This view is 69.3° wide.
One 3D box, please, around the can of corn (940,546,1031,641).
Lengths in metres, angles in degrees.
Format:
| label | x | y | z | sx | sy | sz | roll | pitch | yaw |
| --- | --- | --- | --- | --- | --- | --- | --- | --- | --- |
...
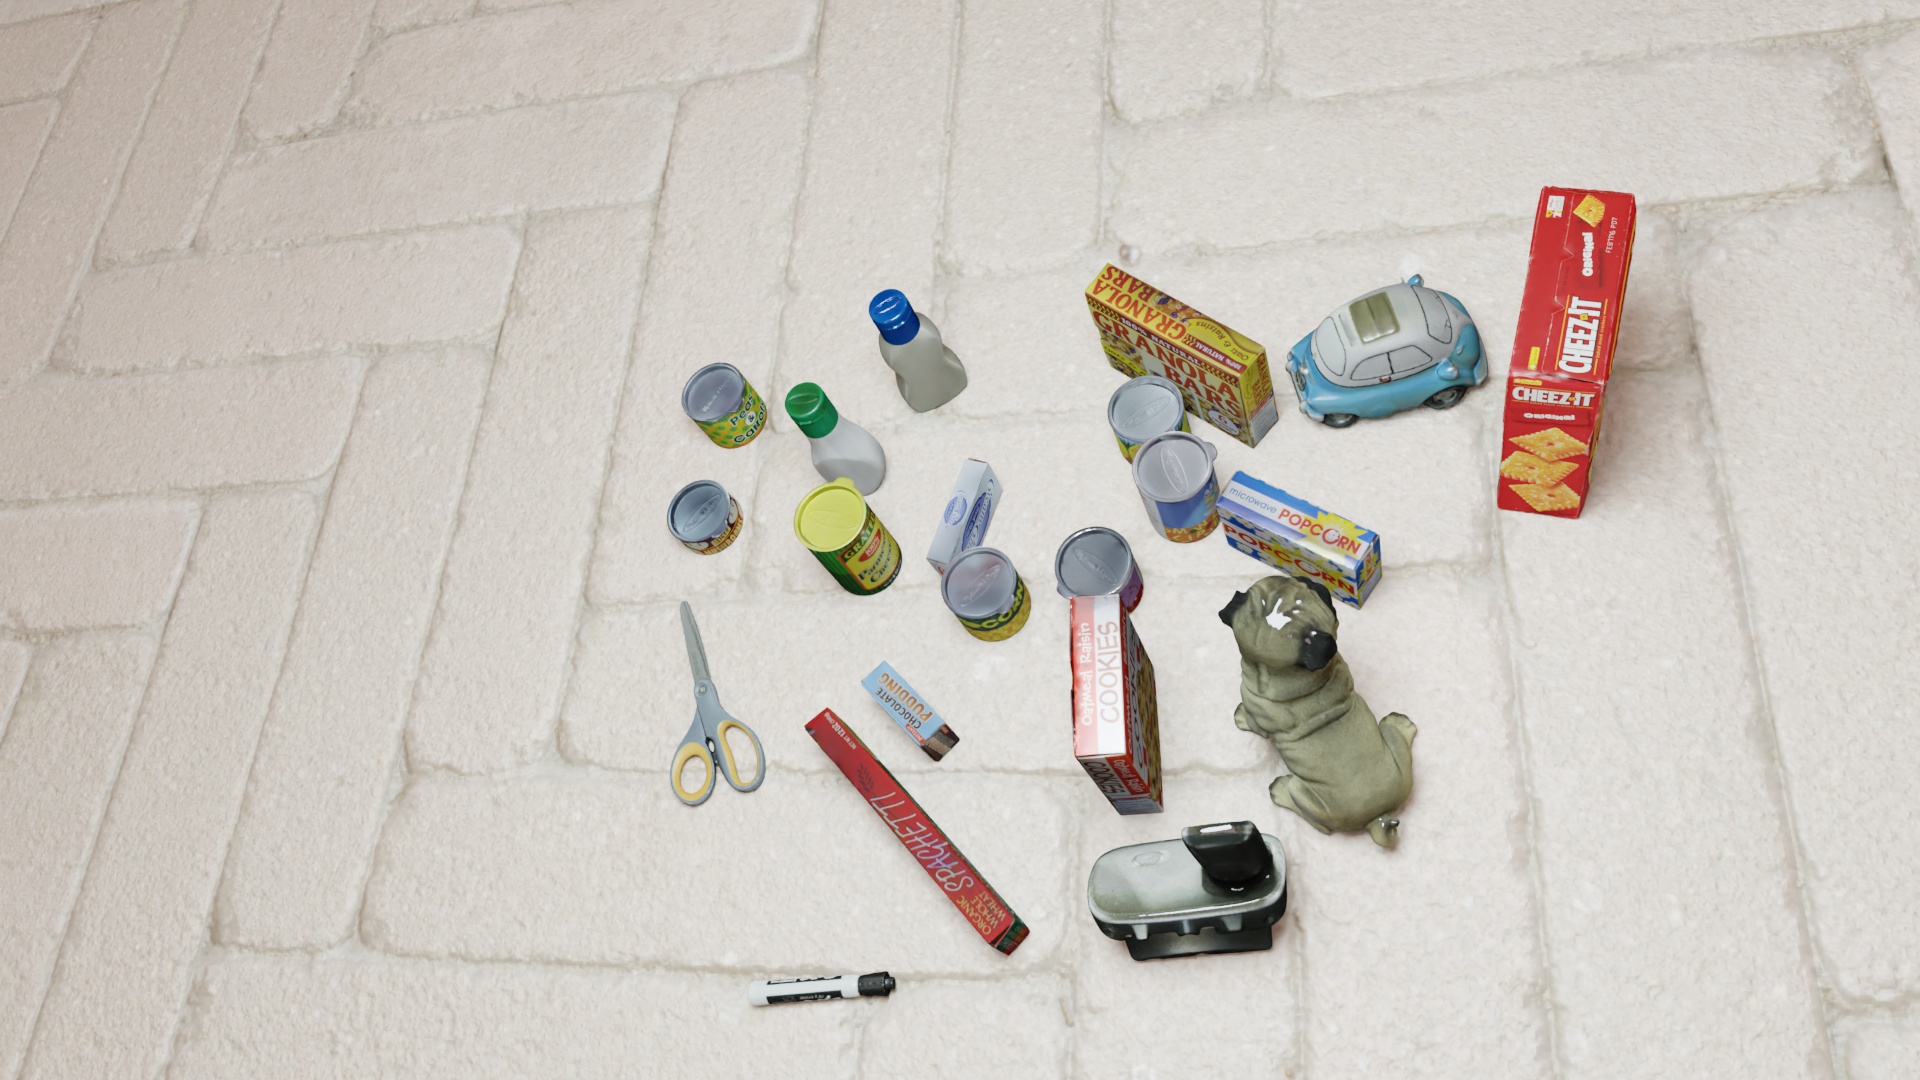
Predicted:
| label | x | y | z | sx | sy | sz | roll | pitch | yaw |
| --- | --- | --- | --- | --- | --- | --- | --- | --- | --- |
| can of corn | 0.025 | 0.048 | 1.190 | 0.071 | 0.058 | 0.071 | -7 | 63 | 15 |

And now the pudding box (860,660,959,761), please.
| label | x | y | z | sx | sy | sz | roll | pitch | yaw |
| --- | --- | --- | --- | --- | --- | --- | --- | --- | --- |
| pudding box | -0.043 | 0.144 | 1.170 | 0.030 | 0.049 | 0.084 | -44 | 60 | -6 |

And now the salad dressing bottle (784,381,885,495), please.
| label | x | y | z | sx | sy | sz | roll | pitch | yaw |
| --- | --- | --- | --- | --- | --- | --- | --- | --- | --- |
| salad dressing bottle | -0.113 | -0.091 | 1.251 | 0.064 | 0.147 | 0.044 | -5 | 64 | 16 |

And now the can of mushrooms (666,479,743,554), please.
| label | x | y | z | sx | sy | sz | roll | pitch | yaw |
| --- | --- | --- | --- | --- | --- | --- | --- | --- | --- |
| can of mushrooms | -0.242 | -0.020 | 1.324 | 0.071 | 0.033 | 0.071 | -7 | 63 | 15 |

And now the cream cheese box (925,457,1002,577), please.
| label | x | y | z | sx | sy | sz | roll | pitch | yaw |
| --- | --- | --- | --- | --- | --- | --- | --- | --- | --- |
| cream cheese box | 0.004 | -0.015 | 1.231 | 0.024 | 0.053 | 0.104 | 13 | 70 | 23 |

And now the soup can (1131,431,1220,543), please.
| label | x | y | z | sx | sy | sz | roll | pitch | yaw |
| --- | --- | --- | --- | --- | --- | --- | --- | --- | --- |
| soup can | 0.187 | -0.045 | 1.168 | 0.071 | 0.083 | 0.071 | -7 | 63 | 15 |

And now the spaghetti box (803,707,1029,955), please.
| label | x | y | z | sx | sy | sz | roll | pitch | yaw |
| --- | --- | --- | --- | --- | --- | --- | --- | --- | --- |
| spaghetti box | -0.038 | 0.232 | 1.125 | 0.029 | 0.050 | 0.251 | -43 | 60 | -5 |

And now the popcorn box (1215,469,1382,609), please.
| label | x | y | z | sx | sy | sz | roll | pitch | yaw |
| --- | --- | --- | --- | --- | --- | --- | --- | --- | --- |
| popcorn box | 0.272 | -0.001 | 1.119 | 0.127 | 0.085 | 0.038 | 29 | 77 | 27 |

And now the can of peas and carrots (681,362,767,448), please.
| label | x | y | z | sx | sy | sz | roll | pitch | yaw |
| --- | --- | --- | --- | --- | --- | --- | --- | --- | --- |
| can of peas and carrots | -0.228 | -0.131 | 1.359 | 0.071 | 0.058 | 0.071 | -7 | 63 | 15 |

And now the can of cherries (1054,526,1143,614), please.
| label | x | y | z | sx | sy | sz | roll | pitch | yaw |
| --- | --- | --- | --- | --- | --- | --- | --- | --- | --- |
| can of cherries | 0.115 | 0.031 | 1.169 | 0.071 | 0.058 | 0.072 | -7 | 63 | 15 |

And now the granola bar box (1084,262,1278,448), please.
| label | x | y | z | sx | sy | sz | roll | pitch | yaw |
| --- | --- | --- | --- | --- | --- | --- | --- | --- | --- |
| granola bar box | 0.191 | -0.158 | 1.199 | 0.166 | 0.124 | 0.039 | 35 | 80 | 29 |

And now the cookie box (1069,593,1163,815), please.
| label | x | y | z | sx | sy | sz | roll | pitch | yaw |
| --- | --- | --- | --- | --- | --- | --- | --- | --- | --- |
| cookie box | 0.119 | 0.128 | 1.058 | 0.040 | 0.167 | 0.123 | -7 | 63 | 15 |

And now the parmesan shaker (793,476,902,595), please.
| label | x | y | z | sx | sy | sz | roll | pitch | yaw |
| --- | --- | --- | --- | --- | --- | --- | --- | --- | --- |
| parmesan shaker | -0.096 | -0.002 | 1.228 | 0.071 | 0.102 | 0.071 | -7 | 63 | 15 |

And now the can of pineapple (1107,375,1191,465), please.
| label | x | y | z | sx | sy | sz | roll | pitch | yaw |
| --- | --- | --- | --- | --- | --- | --- | --- | --- | --- |
| can of pineapple | 0.167 | -0.100 | 1.217 | 0.071 | 0.057 | 0.071 | -7 | 63 | 15 |

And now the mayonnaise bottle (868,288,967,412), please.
| label | x | y | z | sx | sy | sz | roll | pitch | yaw |
| --- | --- | --- | --- | --- | --- | --- | --- | --- | --- |
| mayonnaise bottle | -0.042 | -0.175 | 1.269 | 0.065 | 0.147 | 0.041 | -30 | 60 | 3 |
